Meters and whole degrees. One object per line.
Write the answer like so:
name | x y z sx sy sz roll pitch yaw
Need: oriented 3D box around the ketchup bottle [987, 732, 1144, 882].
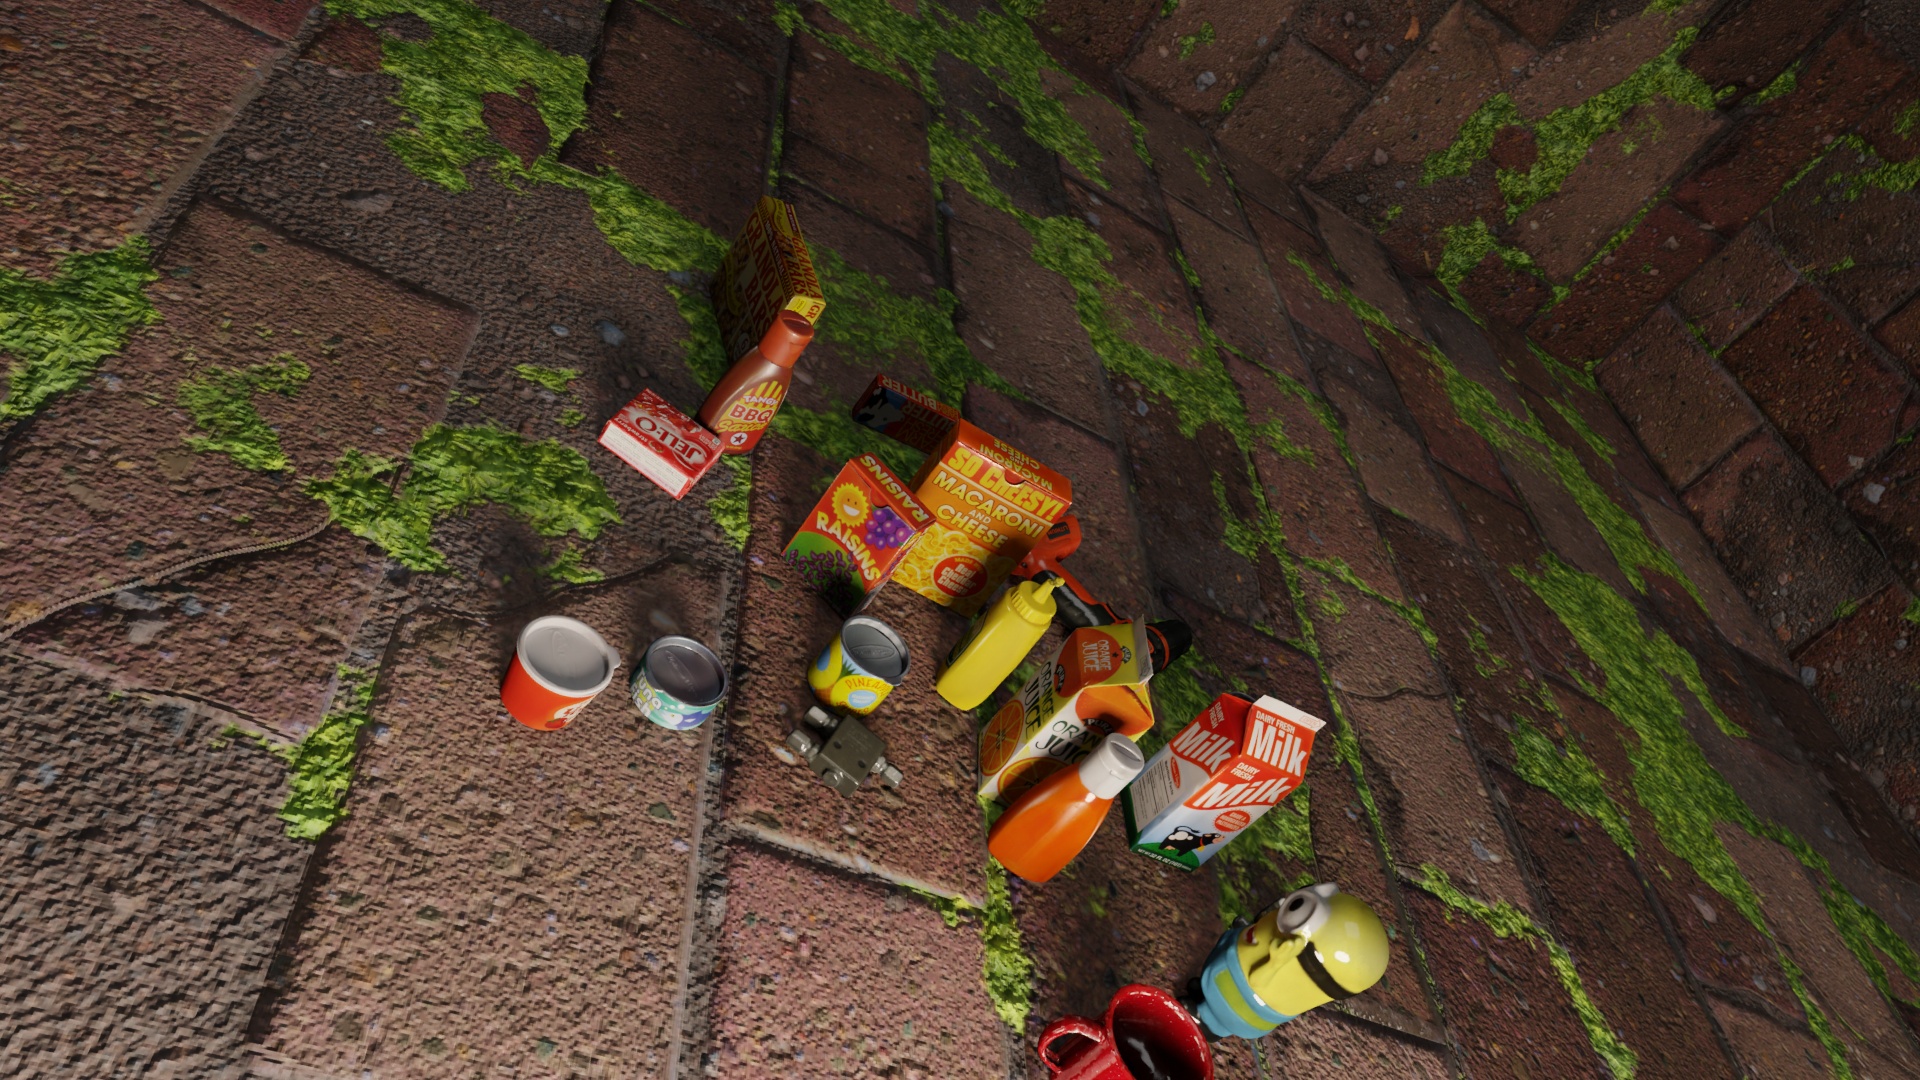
ketchup bottle | 0.086 0.208 1.090 0.065 0.148 0.044 33 33 -11

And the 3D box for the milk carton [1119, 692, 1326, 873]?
milk carton | 0.226 0.200 1.202 0.072 0.189 0.074 24 35 -23

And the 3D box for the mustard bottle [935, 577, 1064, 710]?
mustard bottle | 0.039 0.079 1.190 0.049 0.159 0.066 35 32 -7

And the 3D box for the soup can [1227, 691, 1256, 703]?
soup can | 0.256 0.196 1.337 0.071 0.083 0.072 27 34 -20

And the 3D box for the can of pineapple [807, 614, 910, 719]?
can of pineapple | -0.083 0.105 1.131 0.071 0.057 0.071 26 34 -20

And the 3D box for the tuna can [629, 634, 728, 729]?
tuna can | -0.210 0.106 1.026 0.071 0.032 0.071 26 35 -20

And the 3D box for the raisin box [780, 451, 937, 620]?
raisin box | -0.089 -0.004 1.197 0.086 0.122 0.040 46 33 10

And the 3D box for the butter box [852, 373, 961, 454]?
butter box | -0.056 -0.131 1.451 0.103 0.053 0.024 23 36 -25

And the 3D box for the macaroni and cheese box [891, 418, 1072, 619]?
macaroni and cheese box | 0.005 -0.016 1.266 0.123 0.165 0.040 28 34 -18

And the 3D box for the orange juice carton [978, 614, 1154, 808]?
orange juice carton | 0.095 0.142 1.139 0.073 0.191 0.072 27 34 -19

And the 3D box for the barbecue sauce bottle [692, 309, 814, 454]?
barbecue sauce bottle | -0.183 -0.142 1.248 0.065 0.148 0.044 5 46 -42

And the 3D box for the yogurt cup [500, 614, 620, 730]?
yogurt cup | -0.279 0.093 0.952 0.072 0.053 0.073 26 34 -20

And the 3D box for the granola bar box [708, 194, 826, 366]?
granola bar box | -0.195 -0.245 1.385 0.039 0.123 0.166 14 40 -35
